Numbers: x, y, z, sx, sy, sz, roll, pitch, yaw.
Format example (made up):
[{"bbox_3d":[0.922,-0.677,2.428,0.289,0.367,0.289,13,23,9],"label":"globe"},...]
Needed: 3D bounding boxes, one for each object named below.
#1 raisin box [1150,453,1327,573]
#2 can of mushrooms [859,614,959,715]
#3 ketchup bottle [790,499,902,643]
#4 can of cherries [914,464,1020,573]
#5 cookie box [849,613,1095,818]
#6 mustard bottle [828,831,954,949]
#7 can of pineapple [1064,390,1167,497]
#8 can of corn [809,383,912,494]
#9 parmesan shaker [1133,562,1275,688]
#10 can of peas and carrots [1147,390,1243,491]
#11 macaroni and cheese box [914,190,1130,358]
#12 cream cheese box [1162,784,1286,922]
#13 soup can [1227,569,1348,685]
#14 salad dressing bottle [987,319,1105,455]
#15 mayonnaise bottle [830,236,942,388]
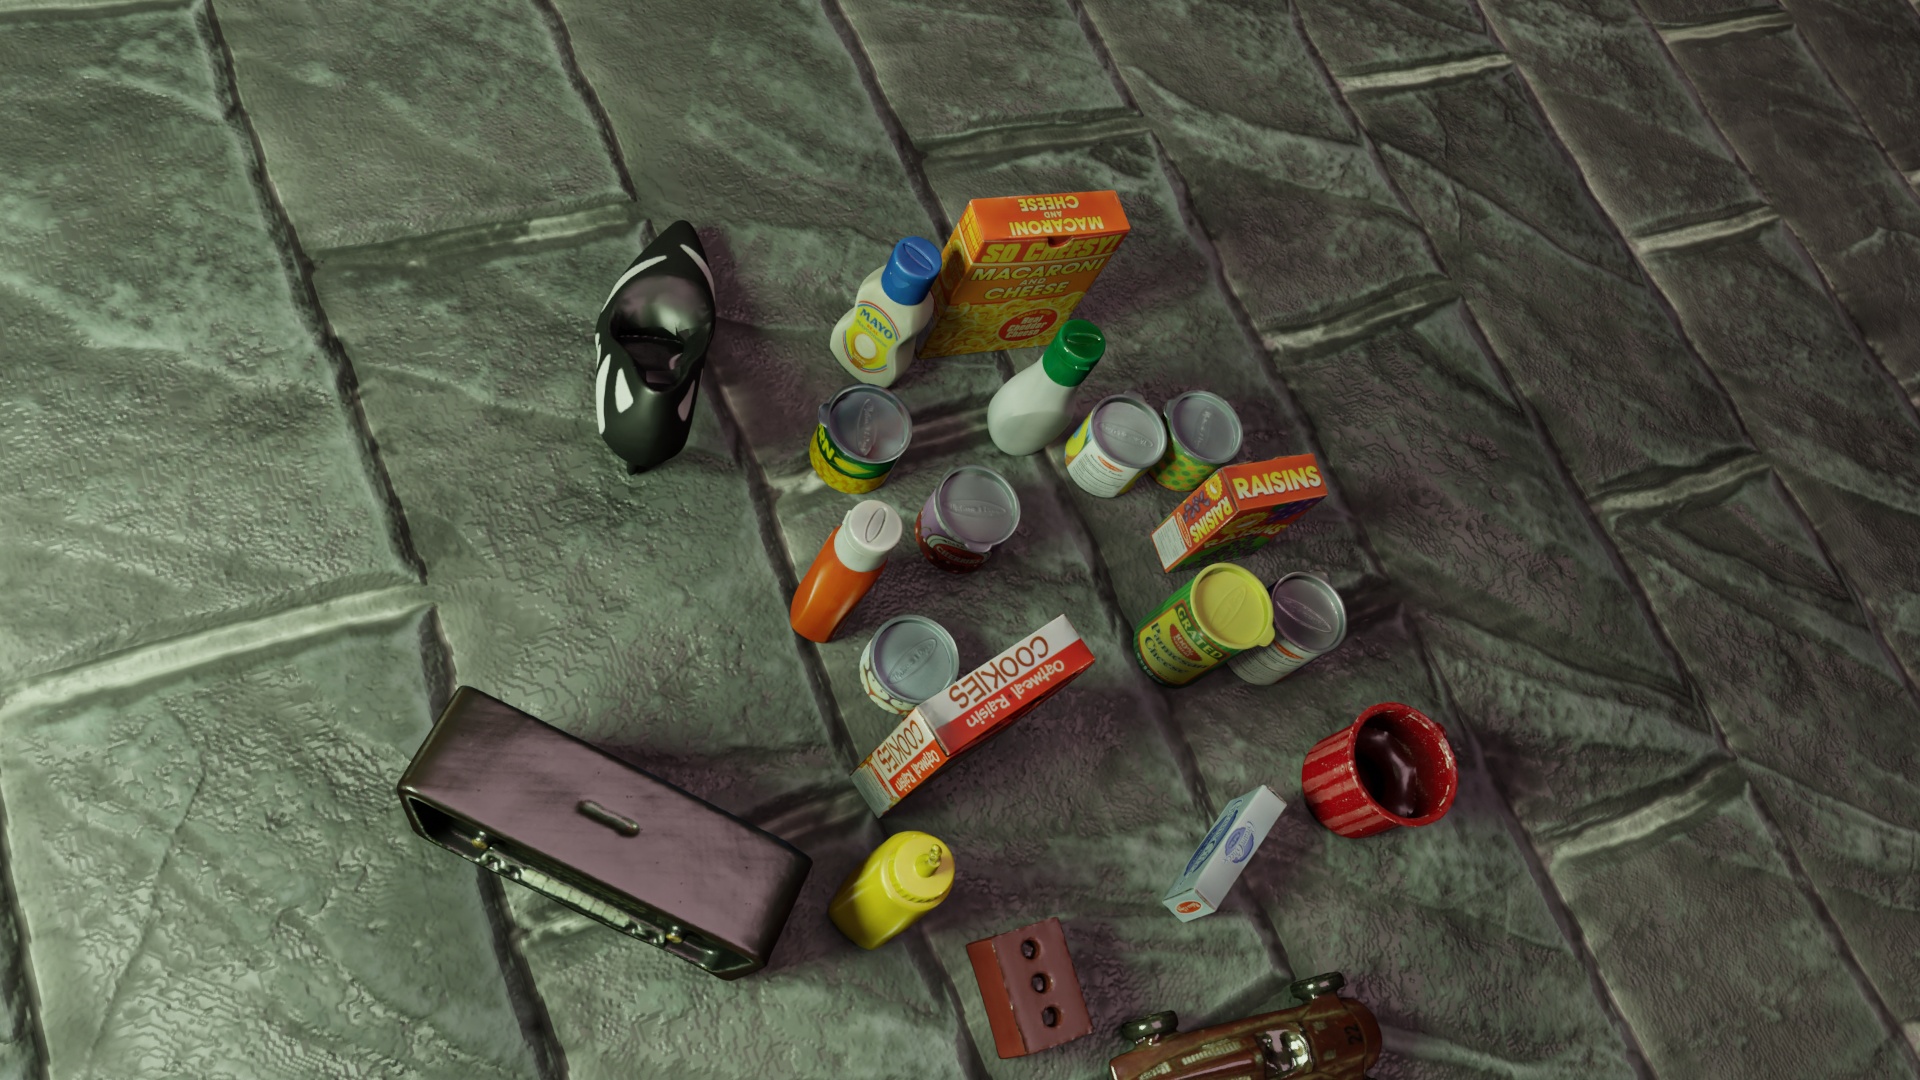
[{"bbox_3d":[0.215,-0.021,1.082,0.086,0.123,0.040,-9,71,-23],"label":"raisin box"},{"bbox_3d":[-0.035,0.091,0.993,0.071,0.033,0.071,8,64,-16],"label":"can of mushrooms"},{"bbox_3d":[-0.077,0.018,0.945,0.043,0.148,0.065,27,61,-7],"label":"ketchup bottle"},{"bbox_3d":[0.004,-0.013,1.040,0.071,0.058,0.072,8,65,-16],"label":"can of cherries"},{"bbox_3d":[0.005,0.119,0.917,0.123,0.166,0.040,-30,80,-28],"label":"cookie box"},{"bbox_3d":[-0.037,0.213,0.863,0.049,0.159,0.065,41,60,1],"label":"mustard bottle"},{"bbox_3d":[0.124,-0.076,1.113,0.071,0.057,0.071,8,65,-16],"label":"can of pineapple"},{"bbox_3d":[-0.078,-0.076,1.040,0.071,0.058,0.071,8,65,-16],"label":"can of corn"},{"bbox_3d":[0.182,0.068,1.041,0.071,0.102,0.071,8,65,-16],"label":"parmesan shaker"},{"bbox_3d":[0.186,-0.081,1.137,0.071,0.058,0.071,8,65,-16],"label":"can of peas and carrots"},{"bbox_3d":[0.042,-0.203,1.079,0.124,0.165,0.040,-10,71,-23],"label":"macaroni and cheese box"},{"bbox_3d":[0.190,0.225,1.001,0.024,0.053,0.104,43,60,2],"label":"cream cheese box"},{"bbox_3d":[0.250,0.067,1.077,0.071,0.083,0.071,8,65,-16],"label":"soup can"},{"bbox_3d":[0.066,-0.115,1.058,0.064,0.147,0.044,1,67,-19],"label":"salad dressing bottle"},{"bbox_3d":[-0.053,-0.171,1.041,0.065,0.147,0.041,41,60,2],"label":"mayonnaise bottle"}]
